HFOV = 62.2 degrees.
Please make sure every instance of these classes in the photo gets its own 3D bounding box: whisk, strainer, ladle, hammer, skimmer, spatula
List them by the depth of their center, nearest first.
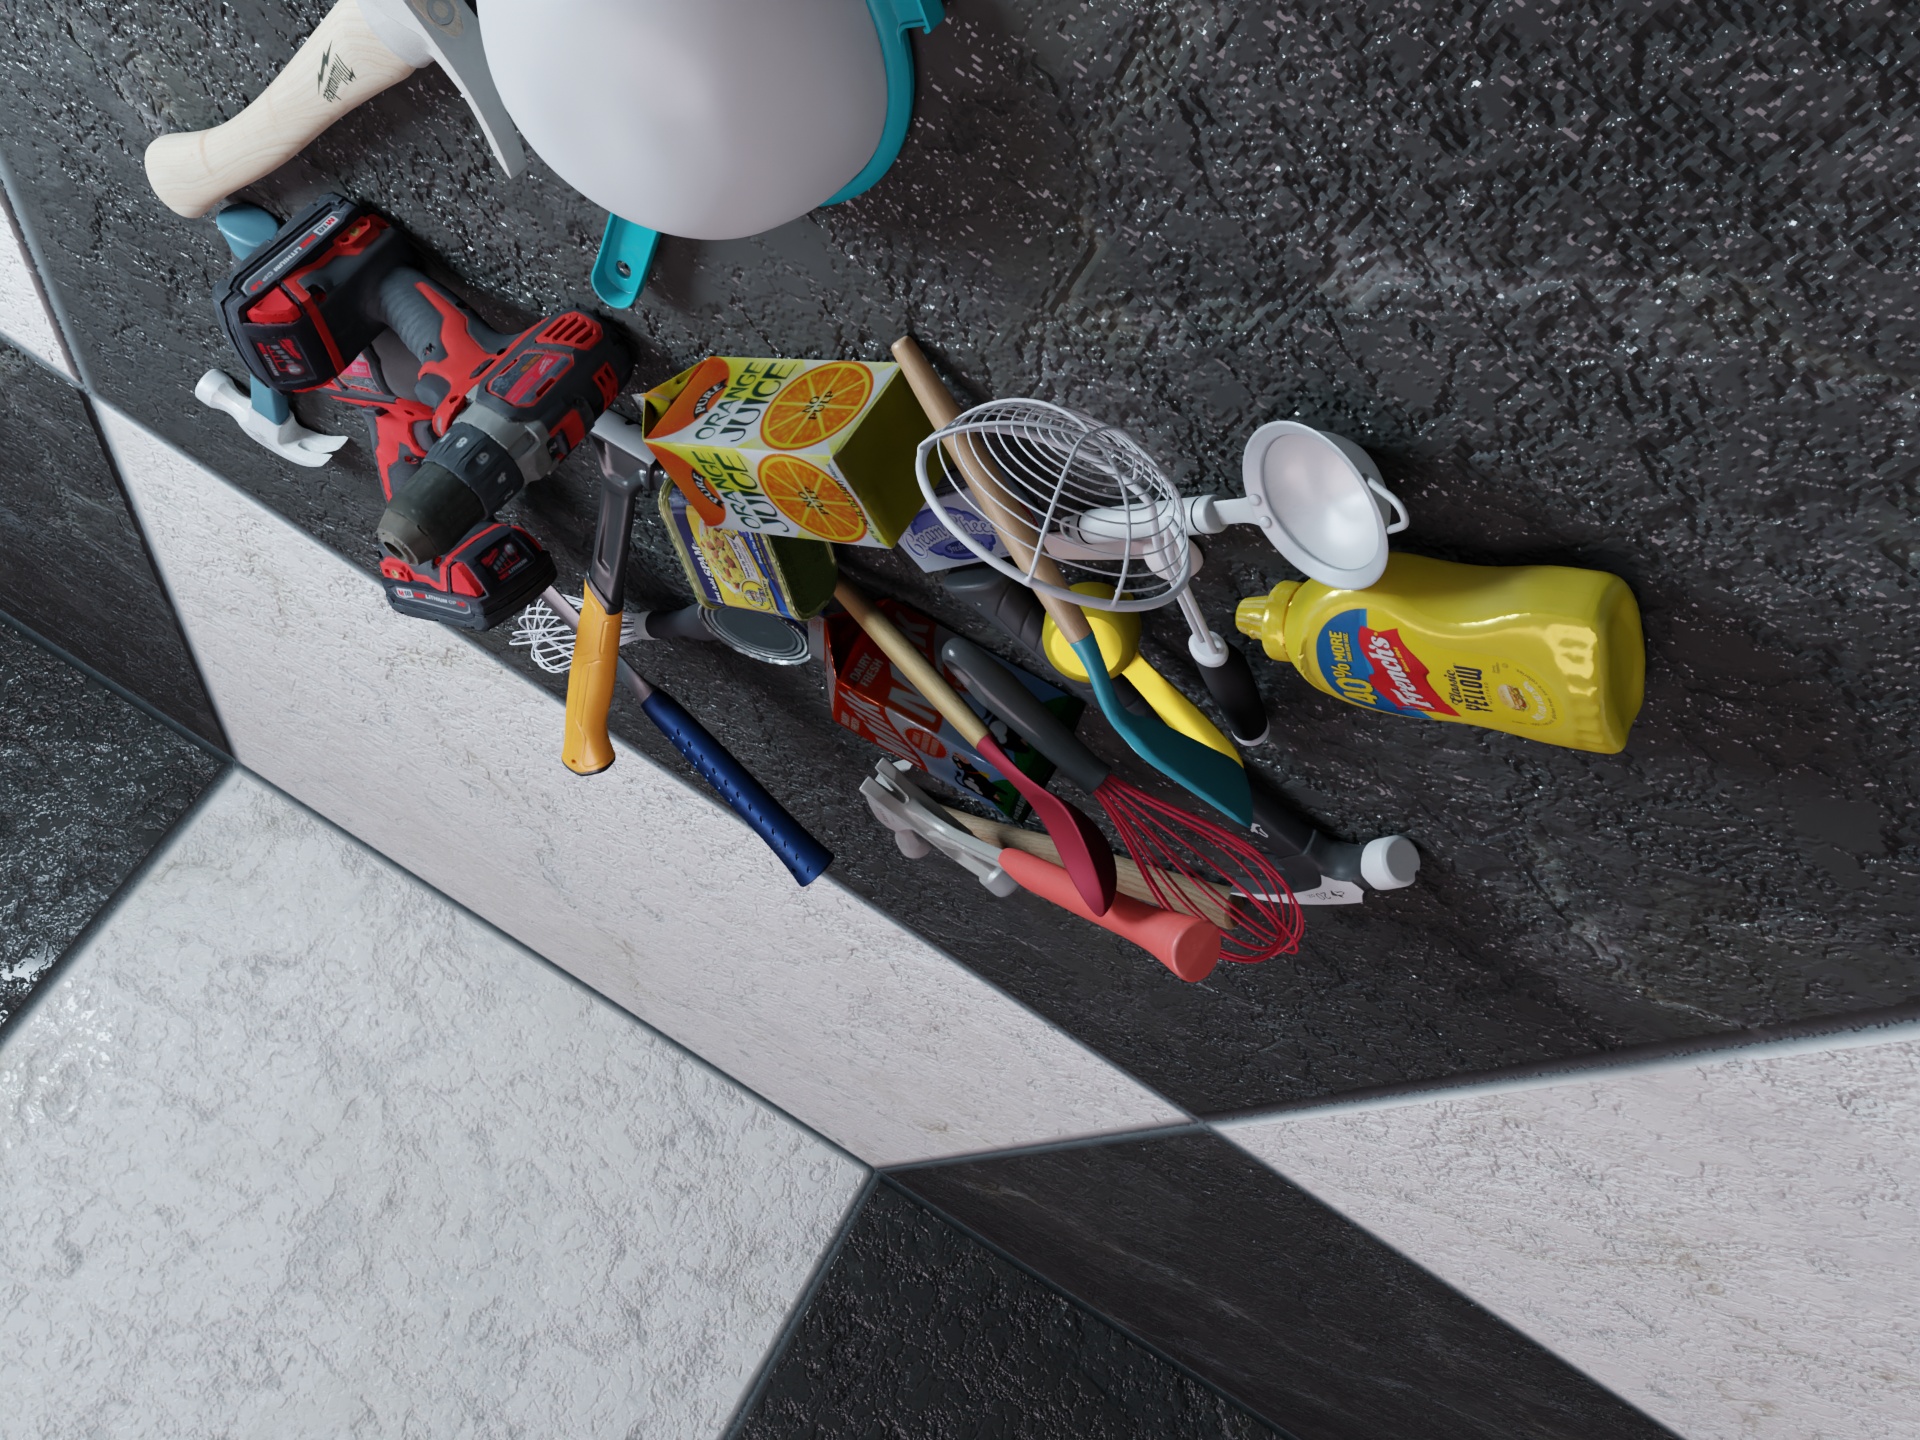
[{"bbox_3d":[-0.154,-0.262,0.731,0.211,0.095,0.340,35,154,-8],"label":"strainer"},{"bbox_3d":[0.128,-0.103,0.773,0.258,0.050,0.086,4,126,56],"label":"strainer"},{"bbox_3d":[0.087,-0.043,0.791,0.127,0.090,0.363,52,-177,30],"label":"skimmer"},{"bbox_3d":[0.061,-0.072,0.855,0.044,0.082,0.317,-28,106,18],"label":"spatula"},{"bbox_3d":[-0.377,-0.338,0.909,0.411,0.038,0.146,3,138,49],"label":"hammer"},{"bbox_3d":[-0.002,-0.003,0.993,0.316,0.031,0.069,48,160,24],"label":"ladle"},{"bbox_3d":[0.100,0.051,0.993,0.296,0.073,0.073,42,155,-6],"label":"whisk"},{"bbox_3d":[0.123,0.010,0.996,0.334,0.035,0.146,38,154,-15],"label":"hammer"},{"bbox_3d":[0.054,0.103,1.065,0.149,0.037,0.359,40,170,-24],"label":"hammer"},{"bbox_3d":[-0.266,-0.081,1.148,0.127,0.034,0.336,28,135,8],"label":"hammer"},{"bbox_3d":[-0.525,-0.285,1.195,0.128,0.033,0.331,36,155,-8],"label":"hammer"},{"bbox_3d":[-0.247,-0.028,1.232,0.405,0.035,0.144,47,138,-7],"label":"hammer"},{"bbox_3d":[0.064,0.101,1.241,0.331,0.031,0.129,15,151,32],"label":"hammer"},{"bbox_3d":[-0.268,-0.074,1.272,0.285,0.070,0.070,-1,141,43],"label":"whisk"}]

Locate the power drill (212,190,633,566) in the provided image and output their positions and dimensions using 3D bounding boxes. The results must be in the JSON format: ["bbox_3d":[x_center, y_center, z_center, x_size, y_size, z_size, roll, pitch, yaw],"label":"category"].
[{"bbox_3d":[-0.334,-0.202,0.951,0.227,0.188,0.080,29,155,15],"label":"power drill"}]

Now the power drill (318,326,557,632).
[{"bbox_3d":[-0.368,-0.178,1.109,0.143,0.078,0.219,11,129,29],"label":"power drill"}]

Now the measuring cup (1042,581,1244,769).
[{"bbox_3d":[0.110,-0.015,0.923,0.156,0.029,0.062,44,118,-11],"label":"measuring cup"}]

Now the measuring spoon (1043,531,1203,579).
[{"bbox_3d":[0.078,-0.090,0.878,0.124,0.018,0.034,8,147,43],"label":"measuring spoon"}]
